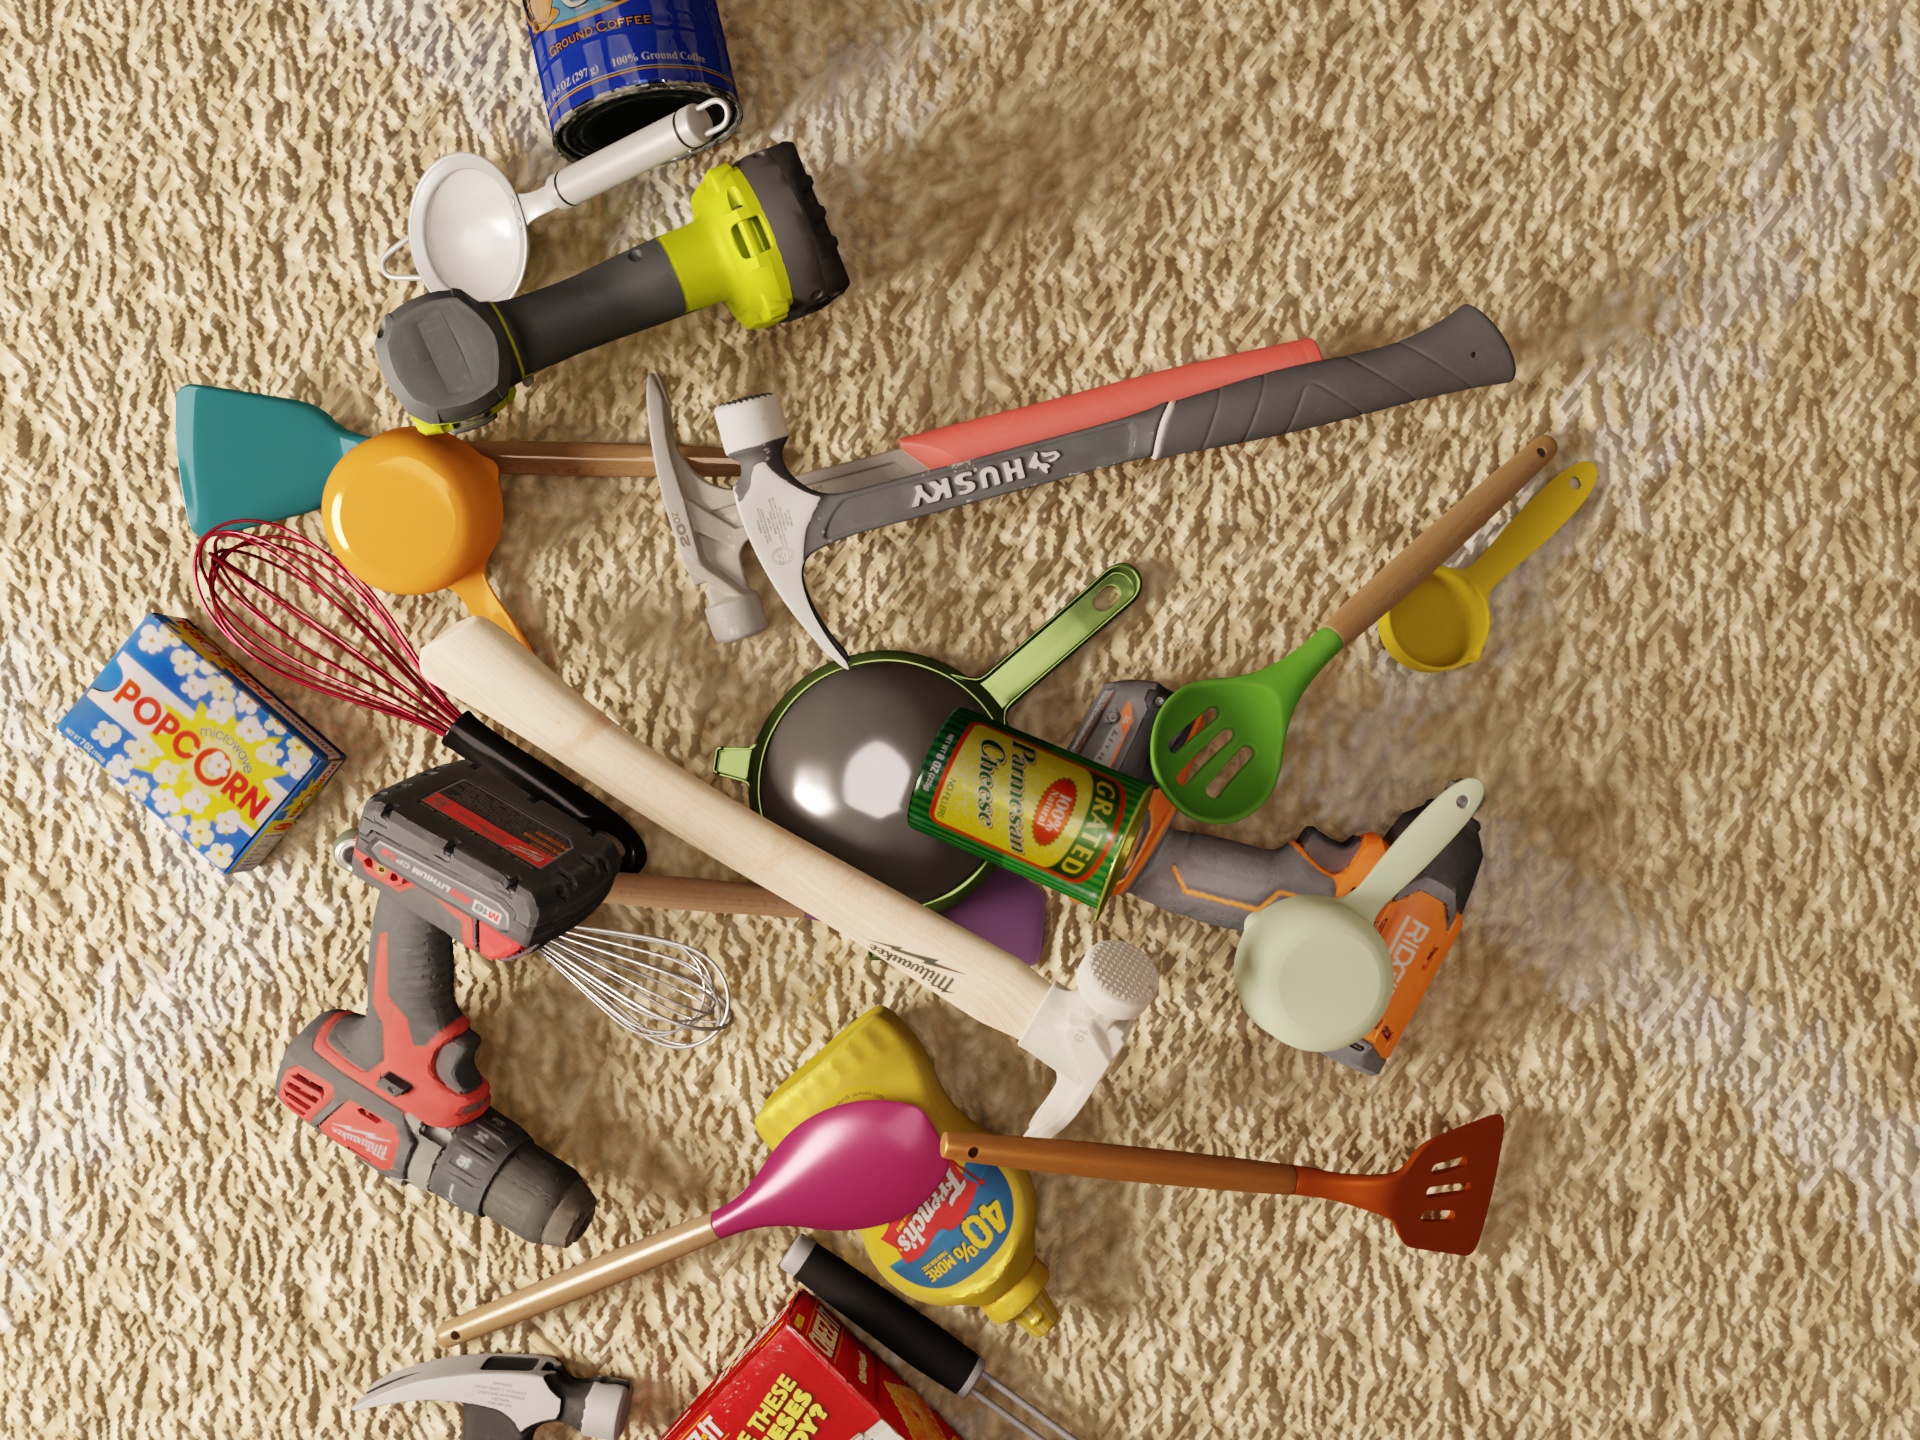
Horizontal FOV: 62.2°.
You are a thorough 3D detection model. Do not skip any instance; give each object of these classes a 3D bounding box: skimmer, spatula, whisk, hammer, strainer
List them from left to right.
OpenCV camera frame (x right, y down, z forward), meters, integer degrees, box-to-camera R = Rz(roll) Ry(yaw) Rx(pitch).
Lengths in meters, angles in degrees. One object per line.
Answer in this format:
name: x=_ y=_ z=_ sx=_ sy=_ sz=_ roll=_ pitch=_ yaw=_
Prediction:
whisk: x=-0.293 y=-0.008 z=0.872 sx=0.296 sy=0.073 sz=0.073 roll=38 pitch=91 yaw=-5
hammer: x=-0.280 y=0.518 z=0.881 sx=0.146 sy=0.035 sz=0.335 roll=9 pitch=91 yaw=1
spatula: x=-0.262 y=-0.142 z=0.875 sx=0.317 sy=0.044 sz=0.082 roll=1 pitch=103 yaw=1
whisk: x=-0.236 y=0.116 z=0.874 sx=0.246 sy=0.059 sz=0.058 roll=23 pitch=101 yaw=7
strainer: x=-0.210 y=-0.273 z=0.831 sx=0.258 sy=0.050 sz=0.087 roll=-8 pitch=101 yaw=37
hammer: x=-0.104 y=0.073 z=0.816 sx=0.411 sy=0.038 sz=0.146 roll=31 pitch=131 yaw=8
spatula: x=-0.110 y=0.096 z=0.873 sx=0.316 sy=0.018 sz=0.060 roll=5 pitch=85 yaw=-4
strainer: x=-0.001 y=-0.003 z=0.845 sx=0.256 sy=0.069 sz=0.151 roll=-40 pitch=82 yaw=-3
hammer: x=0.017 y=-0.157 z=0.860 sx=0.359 sy=0.037 sz=0.149 roll=-15 pitch=102 yaw=1
skimmer: x=0.063 y=0.379 z=0.841 sx=0.363 sy=0.090 sz=0.127 roll=34 pitch=59 yaw=4
hammer: x=0.088 y=-0.141 z=0.830 sx=0.409 sy=0.036 sz=0.149 roll=-14 pitch=103 yaw=1
spatula: x=0.144 y=0.231 z=0.819 sx=0.322 sy=0.041 sz=0.081 roll=10 pitch=94 yaw=-13

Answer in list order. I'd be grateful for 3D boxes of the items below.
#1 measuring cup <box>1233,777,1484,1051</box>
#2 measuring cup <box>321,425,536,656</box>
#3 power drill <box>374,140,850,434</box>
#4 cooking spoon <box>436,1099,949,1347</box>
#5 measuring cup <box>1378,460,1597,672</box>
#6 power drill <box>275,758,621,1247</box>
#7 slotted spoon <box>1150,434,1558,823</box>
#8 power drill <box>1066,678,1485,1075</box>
measuring cup: x=0.208 y=0.094 z=0.791 sx=0.083 sy=0.038 sz=0.167 roll=42 pitch=91 yaw=-6
measuring cup: x=-0.272 y=-0.074 z=0.854 sx=0.095 sy=0.052 sz=0.173 roll=-28 pitch=103 yaw=4
power drill: x=-0.181 y=-0.209 z=0.809 sx=0.223 sy=0.171 sz=0.080 roll=-25 pitch=103 yaw=-12
cooking spoon: x=-0.151 y=0.279 z=0.852 sx=0.319 sy=0.017 sz=0.069 roll=-26 pitch=94 yaw=14
measuring cup: x=0.290 y=-0.086 z=0.870 sx=0.156 sy=0.029 sz=0.062 roll=-43 pitch=89 yaw=-10
power drill: x=-0.250 y=0.156 z=0.825 sx=0.188 sy=0.080 sz=0.226 roll=28 pitch=113 yaw=11
slotted spoon: x=0.209 y=-0.056 z=0.819 sx=0.314 sy=0.031 sz=0.070 roll=-40 pitch=90 yaw=-19
power drill: x=0.162 y=0.065 z=0.844 sx=0.226 sy=0.084 sz=0.164 roll=30 pitch=90 yaw=-2
